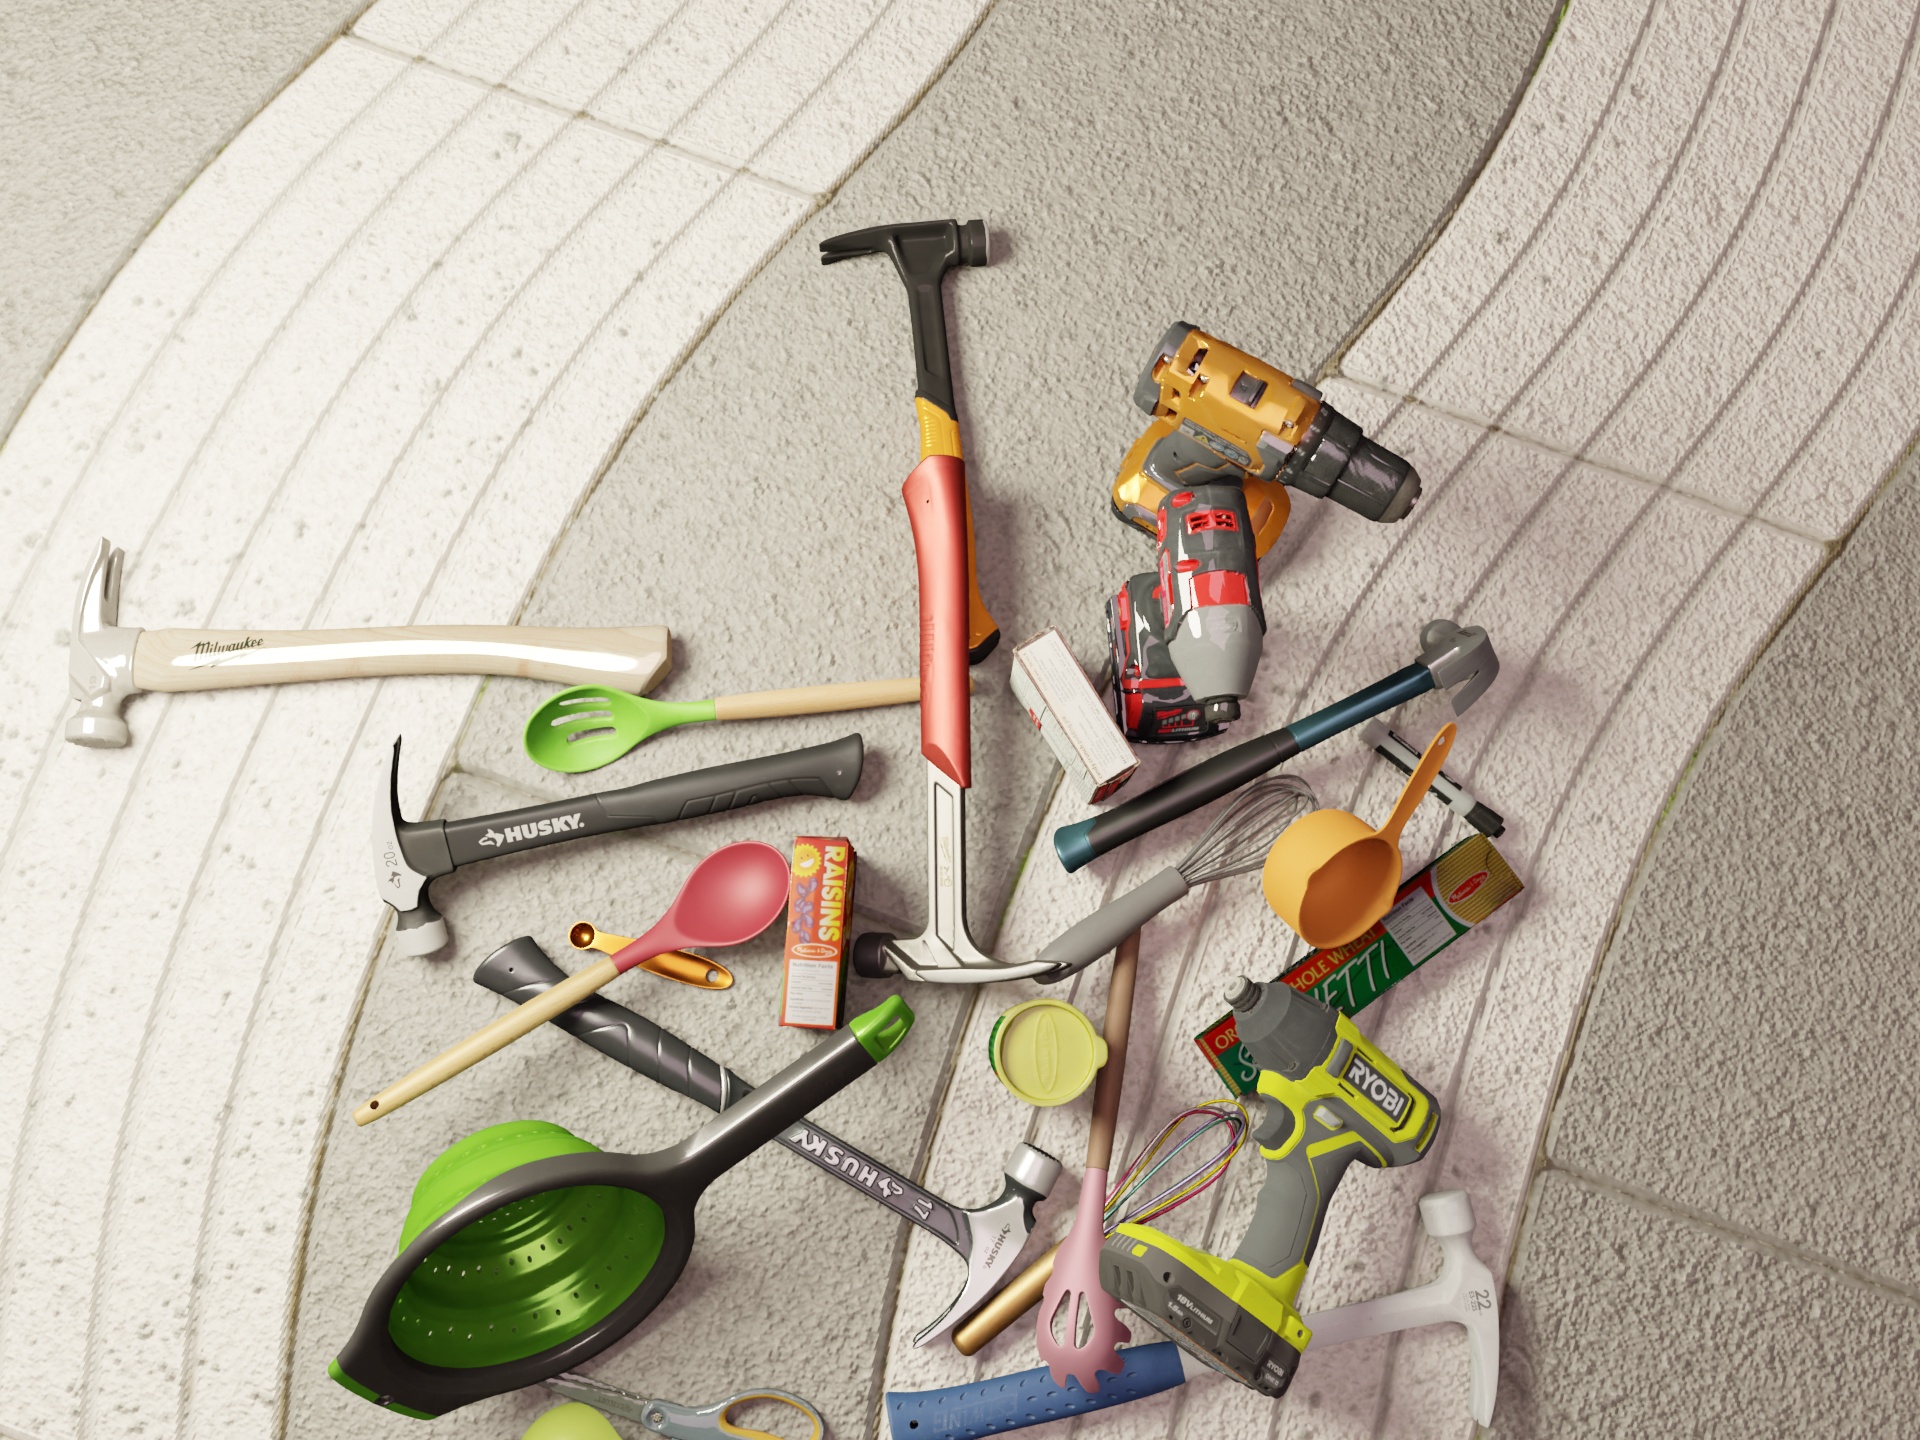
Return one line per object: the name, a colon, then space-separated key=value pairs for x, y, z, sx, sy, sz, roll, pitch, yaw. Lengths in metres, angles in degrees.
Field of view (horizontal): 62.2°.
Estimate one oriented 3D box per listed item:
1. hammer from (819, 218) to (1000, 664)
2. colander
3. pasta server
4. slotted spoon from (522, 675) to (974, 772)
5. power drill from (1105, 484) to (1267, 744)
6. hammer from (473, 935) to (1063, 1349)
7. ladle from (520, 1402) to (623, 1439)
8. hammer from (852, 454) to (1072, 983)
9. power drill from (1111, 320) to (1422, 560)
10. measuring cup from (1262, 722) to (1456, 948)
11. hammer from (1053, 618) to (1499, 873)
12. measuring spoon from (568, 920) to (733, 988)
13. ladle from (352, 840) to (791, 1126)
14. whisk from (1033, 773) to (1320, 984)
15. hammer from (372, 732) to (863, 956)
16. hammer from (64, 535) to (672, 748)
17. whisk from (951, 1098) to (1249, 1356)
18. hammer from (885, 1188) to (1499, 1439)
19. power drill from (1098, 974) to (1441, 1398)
hammer: x=-0.023 y=-0.204 z=1.156 sx=0.127 sy=0.034 sz=0.337 roll=-6 pitch=79 yaw=-4
colander: x=-0.210 y=0.272 z=0.999 sx=0.397 sy=0.204 sz=0.095 roll=-35 pitch=47 yaw=-5
pasta server: x=0.095 y=0.270 z=1.045 sx=0.060 sy=0.040 sz=0.316 roll=1 pitch=63 yaw=20
slotted spoon: x=-0.145 y=-0.009 z=1.113 sx=0.313 sy=0.070 sz=0.031 roll=-6 pitch=35 yaw=-7
power drill: x=0.149 y=-0.053 z=1.036 sx=0.078 sy=0.219 sz=0.143 roll=-4 pitch=79 yaw=-2
hammer: x=-0.144 y=0.261 z=1.061 sx=0.409 sy=0.036 sz=0.149 roll=29 pitch=80 yaw=5
ladle: x=-0.120 y=0.480 z=1.003 sx=0.320 sy=0.062 sz=0.078 roll=6 pitch=81 yaw=-8
hammer: x=-0.002 y=-0.003 z=1.078 sx=0.149 sy=0.036 sz=0.359 roll=-4 pitch=81 yaw=24
power drill: x=0.195 y=-0.164 z=1.056 sx=0.185 sy=0.226 sz=0.084 roll=30 pitch=80 yaw=4
measuring cup: x=0.266 y=0.067 z=1.060 sx=0.095 sy=0.052 sz=0.173 roll=23 pitch=101 yaw=-39
hammer: x=0.215 y=0.019 z=1.092 sx=0.331 sy=0.128 sz=0.033 roll=-26 pitch=101 yaw=2
measuring spoon: x=-0.212 y=0.162 z=1.092 sx=0.117 sy=0.011 sz=0.021 roll=18 pitch=78 yaw=-2
ladle: x=-0.250 y=0.175 z=1.044 sx=0.315 sy=0.031 sz=0.069 roll=-30 pitch=65 yaw=-17
whisk: x=0.148 y=0.111 z=1.083 sx=0.239 sy=0.055 sz=0.055 roll=-32 pitch=81 yaw=-12
hammer: x=-0.229 y=0.054 z=1.082 sx=0.334 sy=0.035 sz=0.146 roll=-12 pitch=104 yaw=-8
hammer: x=-0.410 y=-0.057 z=1.116 sx=0.410 sy=0.038 sz=0.146 roll=-1 pitch=77 yaw=-2
whisk: x=0.093 y=0.334 z=1.054 sx=0.245 sy=0.051 sz=0.047 roll=-38 pitch=61 yaw=-4
hammer: x=0.155 y=0.421 z=1.035 sx=0.405 sy=0.035 sz=0.144 roll=-11 pitch=79 yaw=-4
power drill: x=0.189 y=0.285 z=0.997 sx=0.171 sy=0.080 sz=0.223 roll=40 pitch=69 yaw=-16
